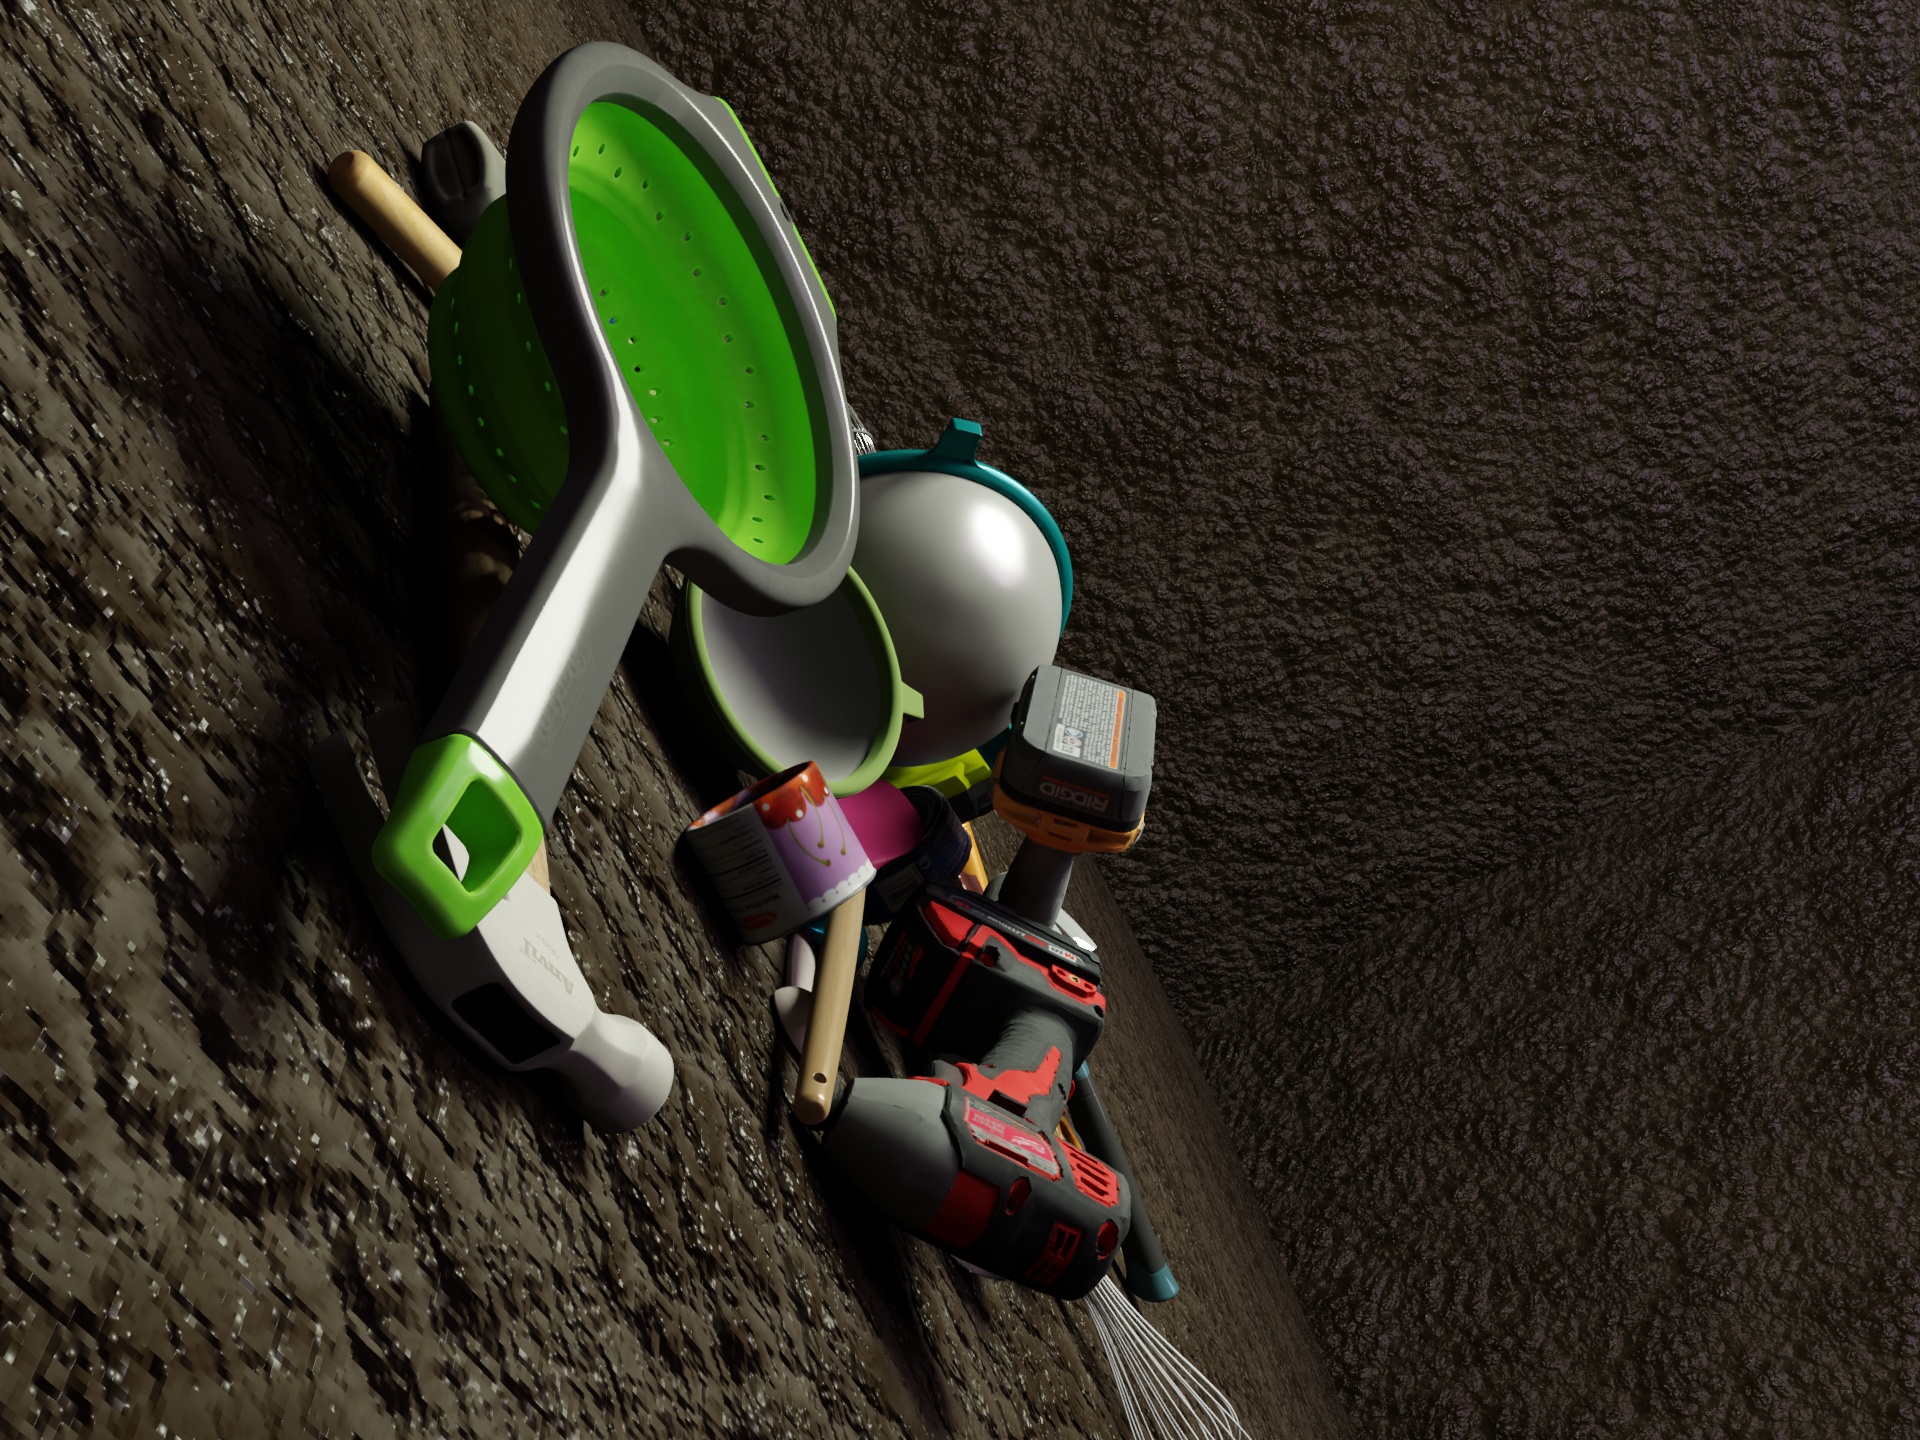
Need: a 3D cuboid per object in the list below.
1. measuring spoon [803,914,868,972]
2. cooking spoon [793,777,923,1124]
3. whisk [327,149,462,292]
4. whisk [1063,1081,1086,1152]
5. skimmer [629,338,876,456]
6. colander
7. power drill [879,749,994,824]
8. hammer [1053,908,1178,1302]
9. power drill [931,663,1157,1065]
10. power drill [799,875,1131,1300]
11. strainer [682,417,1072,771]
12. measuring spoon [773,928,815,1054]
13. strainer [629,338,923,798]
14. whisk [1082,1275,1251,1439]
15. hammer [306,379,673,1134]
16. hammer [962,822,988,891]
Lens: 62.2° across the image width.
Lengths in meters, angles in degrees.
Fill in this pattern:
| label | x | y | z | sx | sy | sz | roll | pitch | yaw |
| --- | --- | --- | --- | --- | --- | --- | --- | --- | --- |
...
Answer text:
| label | x | y | z | sx | sy | sz | roll | pitch | yaw |
| --- | --- | --- | --- | --- | --- | --- | --- | --- | --- |
| measuring spoon | -0.078 | 0.084 | 0.774 | 0.042 | 0.021 | 0.128 | 50 | 0 | 42 |
| cooking spoon | -0.055 | 0.092 | 0.762 | 0.068 | 0.017 | 0.319 | 25 | 20 | -9 |
| whisk | -0.213 | -0.178 | 0.759 | 0.047 | 0.051 | 0.244 | 42 | -4 | 34 |
| whisk | 0.056 | 0.264 | 1.081 | 0.295 | 0.073 | 0.073 | 66 | 0 | -59 |
| skimmer | -0.158 | -0.179 | 0.975 | 0.127 | 0.090 | 0.363 | 57 | 23 | 18 |
| colander | -0.131 | -0.076 | 0.514 | 0.397 | 0.094 | 0.204 | -81 | 149 | -51 |
| power drill | -0.031 | -0.028 | 1.052 | 0.223 | 0.171 | 0.080 | 63 | 5 | -45 |
| hammer | 0.091 | 0.284 | 1.214 | 0.128 | 0.033 | 0.331 | -20 | -89 | 54 |
| power drill | 0.045 | 0.083 | 0.923 | 0.185 | 0.084 | 0.226 | -72 | 179 | -63 |
| power drill | 0.003 | 0.163 | 0.740 | 0.143 | 0.078 | 0.220 | 27 | 18 | -6 |
| strainer | -0.002 | -0.003 | 0.961 | 0.340 | 0.211 | 0.095 | 54 | 15 | -38 |
| measuring spoon | -0.070 | 0.120 | 0.750 | 0.034 | 0.018 | 0.124 | 61 | 5 | -15 |
| strainer | -0.128 | -0.069 | 0.800 | 0.256 | 0.069 | 0.151 | 60 | 35 | -9 |
| whisk | 0.091 | 0.363 | 0.970 | 0.284 | 0.070 | 0.070 | 58 | 6 | -3 |
| hammer | -0.161 | -0.027 | 0.533 | 0.129 | 0.031 | 0.332 | 59 | 7 | -44 |
| hammer | -0.022 | 0.060 | 1.192 | 0.034 | 0.127 | 0.337 | -14 | 86 | -61 |
